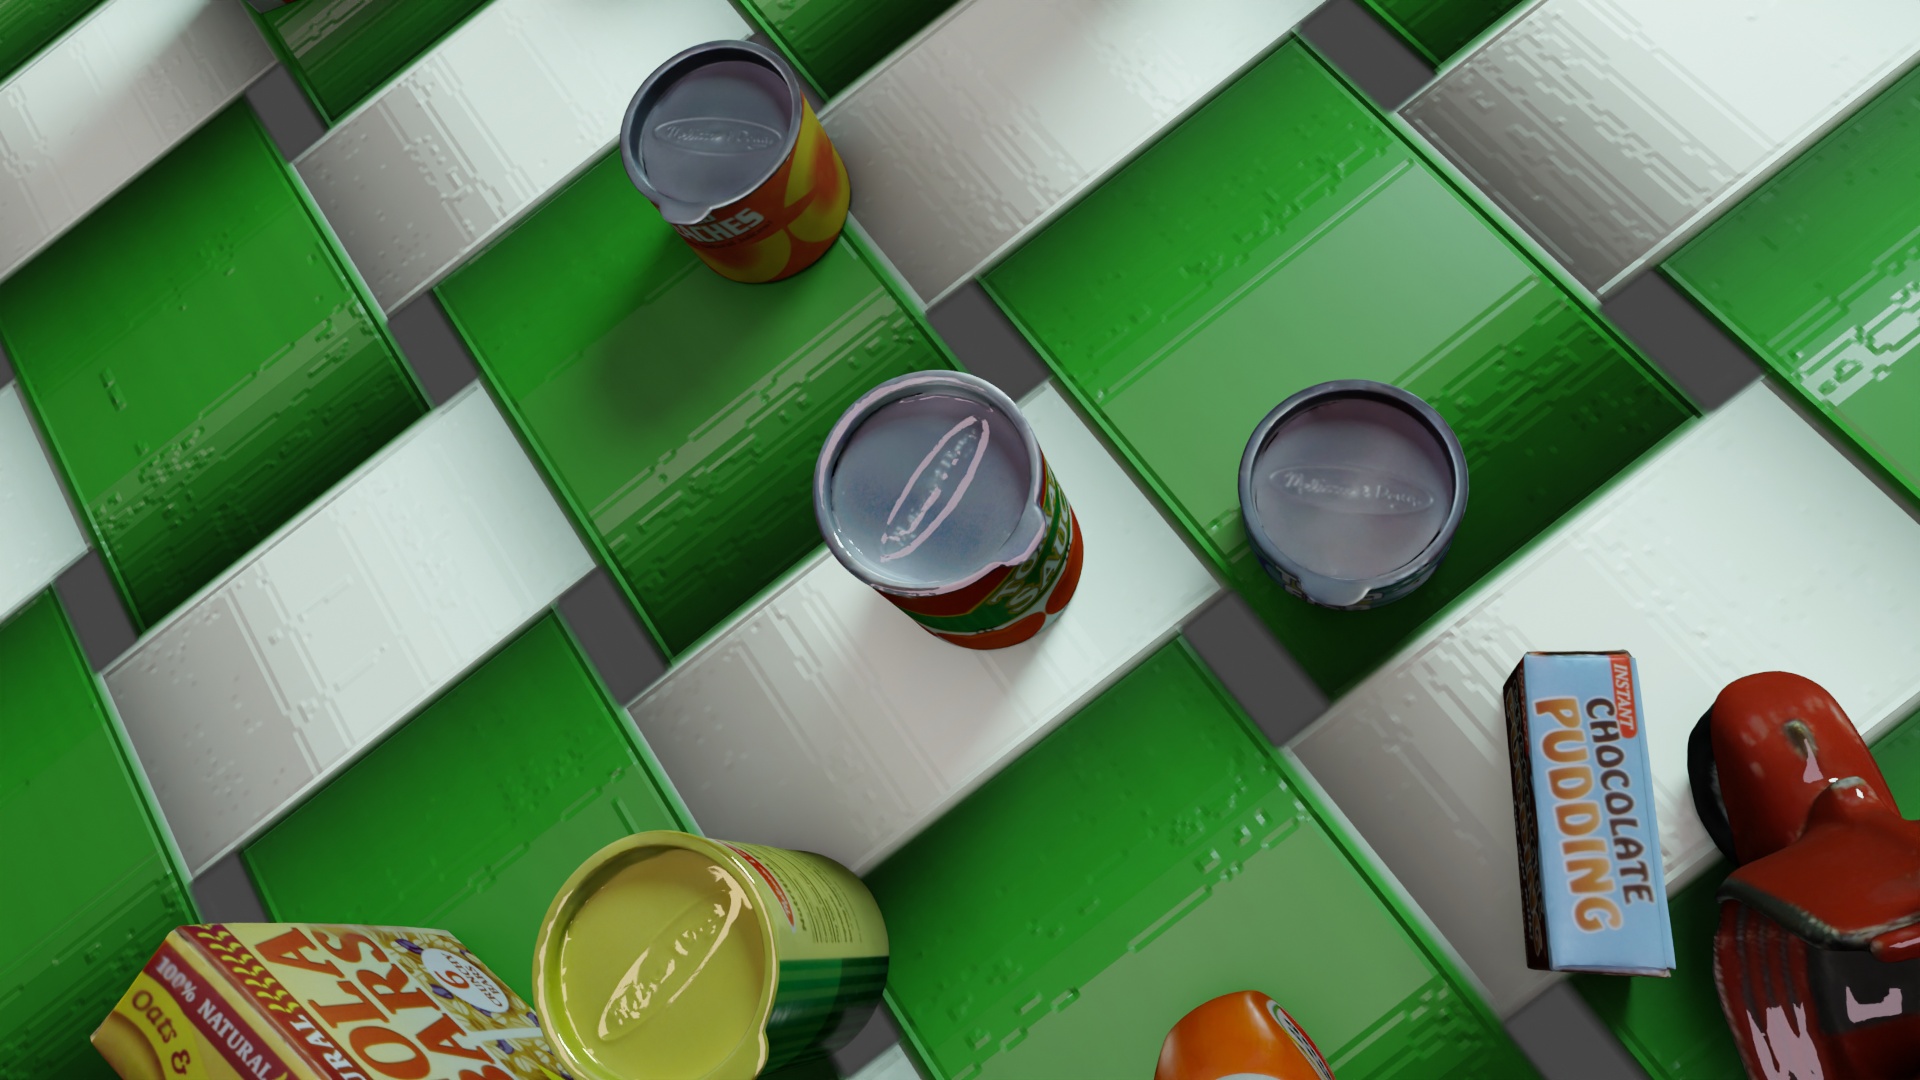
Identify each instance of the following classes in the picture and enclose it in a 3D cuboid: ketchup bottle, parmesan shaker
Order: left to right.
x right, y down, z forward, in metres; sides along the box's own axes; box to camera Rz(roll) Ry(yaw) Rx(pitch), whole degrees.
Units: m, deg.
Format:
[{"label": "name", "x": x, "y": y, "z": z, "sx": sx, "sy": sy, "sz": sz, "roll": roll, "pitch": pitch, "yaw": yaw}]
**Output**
[{"label": "parmesan shaker", "x": -0.063, "y": 0.121, "z": 0.392, "sx": 0.071, "sy": 0.103, "sz": 0.071, "roll": -4, "pitch": 73, "yaw": 13}, {"label": "ketchup bottle", "x": 0.070, "y": 0.142, "z": 0.329, "sx": 0.043, "sy": 0.148, "sz": 0.065, "roll": -28, "pitch": 70, "yaw": 5}]

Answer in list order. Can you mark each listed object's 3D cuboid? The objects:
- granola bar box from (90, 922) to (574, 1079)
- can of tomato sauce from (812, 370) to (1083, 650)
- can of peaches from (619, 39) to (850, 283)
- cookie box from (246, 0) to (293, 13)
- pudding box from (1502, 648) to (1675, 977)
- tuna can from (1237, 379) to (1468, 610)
[{"label": "granola bar box", "x": -0.134, "y": 0.171, "z": 0.383, "sx": 0.166, "sy": 0.124, "sz": 0.039, "roll": 34, "pitch": 85, "yaw": 20}, {"label": "can of tomato sauce", "x": 0.002, "y": -0.005, "z": 0.425, "sx": 0.071, "sy": 0.083, "sz": 0.071, "roll": -4, "pitch": 73, "yaw": 13}, {"label": "can of peaches", "x": -0.079, "y": -0.131, "z": 0.495, "sx": 0.071, "sy": 0.058, "sz": 0.071, "roll": -4, "pitch": 73, "yaw": 13}, {"label": "cookie box", "x": -0.274, "y": -0.287, "z": 0.530, "sx": 0.123, "sy": 0.167, "sz": 0.040, "roll": -16, "pitch": 71, "yaw": 9}, {"label": "pudding box", "x": 0.169, "y": 0.075, "z": 0.378, "sx": 0.030, "sy": 0.049, "sz": 0.084, "roll": -3, "pitch": 73, "yaw": 13}, {"label": "tuna can", "x": 0.119, "y": -0.011, "z": 0.425, "sx": 0.071, "sy": 0.032, "sz": 0.071, "roll": -4, "pitch": 73, "yaw": 13}]
